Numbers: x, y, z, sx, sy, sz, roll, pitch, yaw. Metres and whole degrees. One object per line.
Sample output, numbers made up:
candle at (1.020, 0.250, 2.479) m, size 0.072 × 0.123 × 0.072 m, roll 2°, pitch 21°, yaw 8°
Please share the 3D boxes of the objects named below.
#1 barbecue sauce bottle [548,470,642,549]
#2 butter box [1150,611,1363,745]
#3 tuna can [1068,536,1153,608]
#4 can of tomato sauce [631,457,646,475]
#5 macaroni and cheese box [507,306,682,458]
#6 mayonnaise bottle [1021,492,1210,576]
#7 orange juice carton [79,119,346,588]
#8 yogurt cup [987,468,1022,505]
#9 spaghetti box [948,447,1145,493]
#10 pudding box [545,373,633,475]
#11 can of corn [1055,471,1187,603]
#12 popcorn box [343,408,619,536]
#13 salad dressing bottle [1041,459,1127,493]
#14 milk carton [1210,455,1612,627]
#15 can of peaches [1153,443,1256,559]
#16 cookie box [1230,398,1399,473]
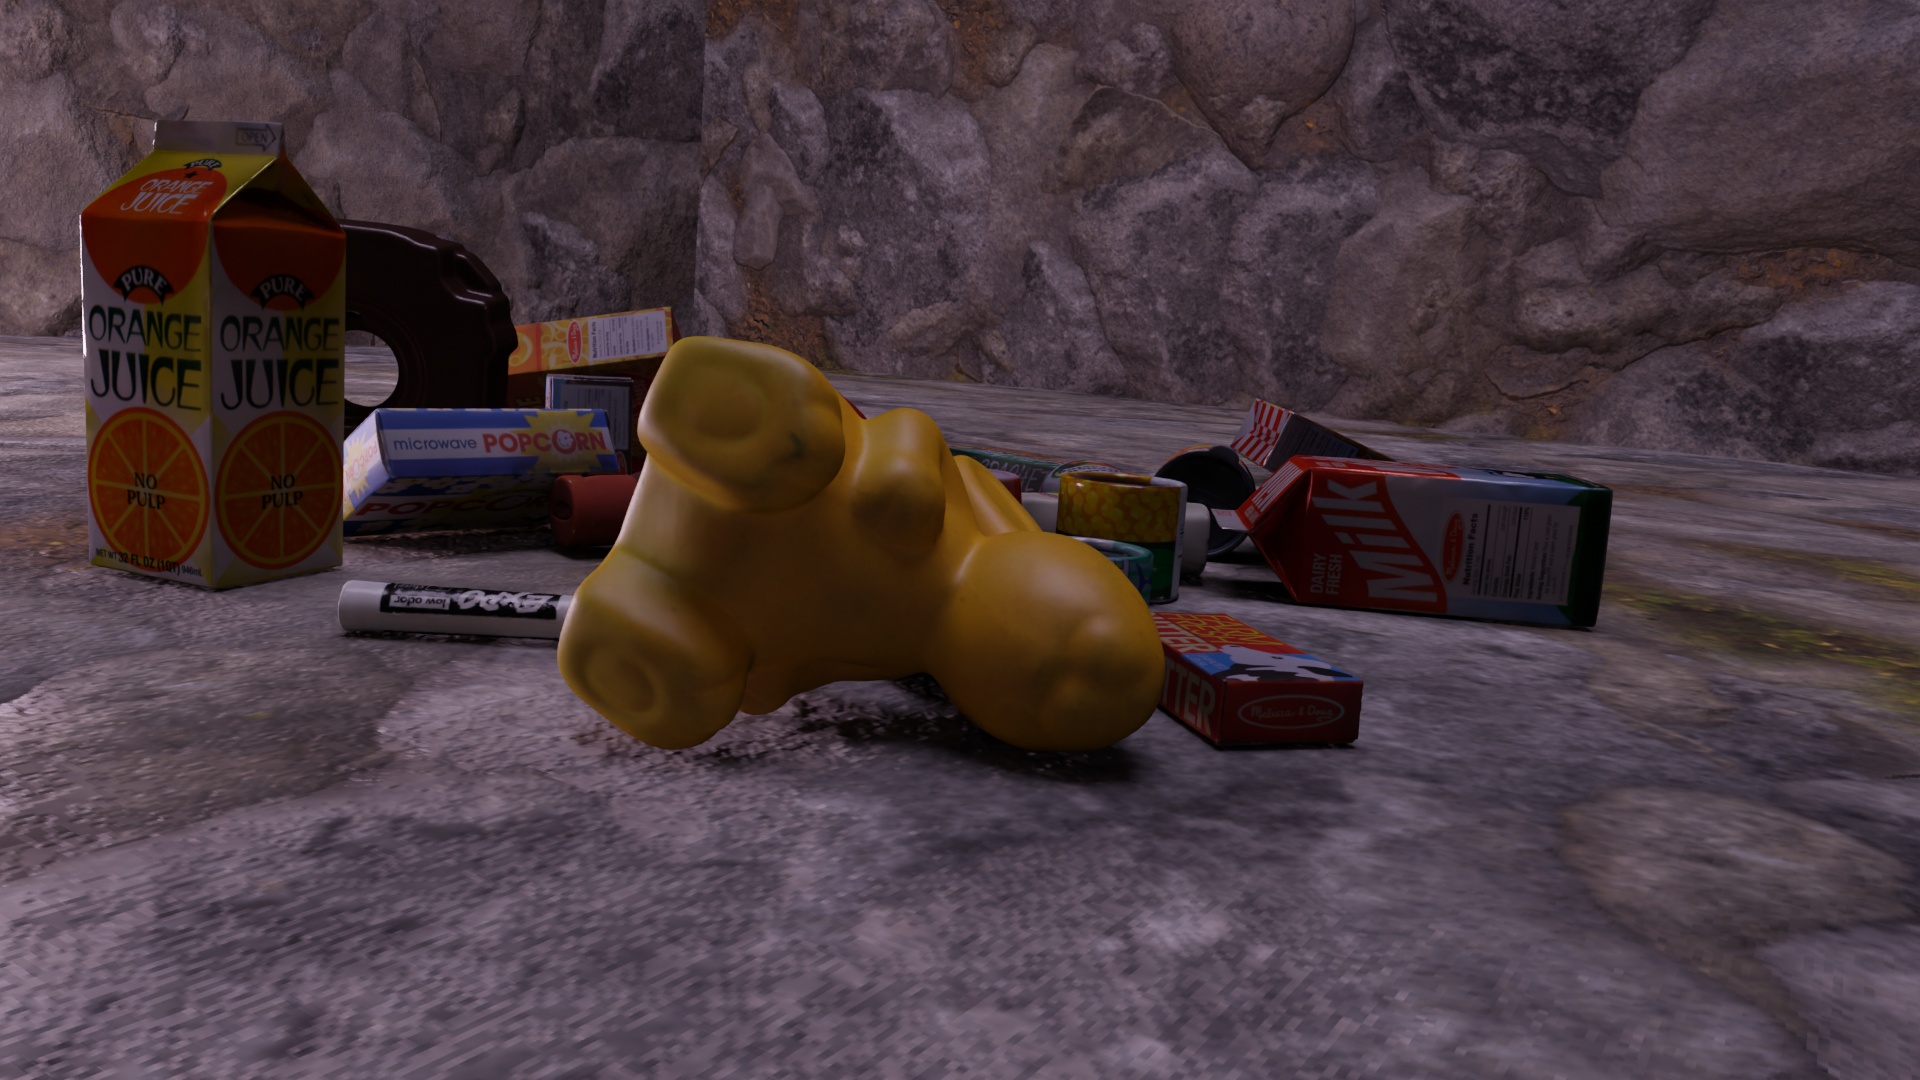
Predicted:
barbecue sauce bottle at (-0.143, -0.017, 0.747) m, size 0.149 × 0.043 × 0.065 m, roll -3°, pitch 7°, yaw -38°
butter box at (0.095, 0.048, 0.503) m, size 0.053 × 0.024 × 0.103 m, roll 2°, pitch 9°, yaw -17°
tuna can at (0.056, 0.019, 0.640) m, size 0.071 × 0.032 × 0.071 m, roll 4°, pitch 8°, yaw 0°
can of tomato sauce at (-0.244, -0.078, 1.003) m, size 0.083 × 0.071 × 0.071 m, roll 4°, pitch 9°, yaw 3°
macaroni and cheese box at (-0.259, -0.094, 0.905) m, size 0.167 × 0.040 × 0.123 m, roll -7°, pitch -25°, yaw -4°
mayonnaise bottle at (0.063, -0.007, 0.777) m, size 0.148 × 0.041 × 0.065 m, roll 6°, pitch 3°, yaw 6°
orange juice carton at (-0.318, -0.082, 0.595) m, size 0.072 × 0.192 × 0.073 m, roll 8°, pitch 10°, yaw 20°
yogurt cup at (0.003, -0.009, 0.728) m, size 0.072 × 0.054 × 0.072 m, roll 3°, pitch 9°, yaw 0°
spaghetti box at (0.080, -0.044, 1.065) m, size 0.050 × 0.028 × 0.250 m, roll -3°, pitch 11°, yaw -40°
pudding box at (-0.226, -0.058, 0.841) m, size 0.050 × 0.083 × 0.030 m, roll 0°, pitch 7°, yaw -23°
can of corn at (0.079, -0.003, 0.708) m, size 0.071 × 0.058 × 0.071 m, roll 4°, pitch 8°, yaw -1°
popcorn box at (-0.255, -0.036, 0.720) m, size 0.127 × 0.038 × 0.085 m, roll -5°, pitch -17°, yaw -46°
salad dressing bottle at (0.088, -0.023, 0.885) m, size 0.064 × 0.044 × 0.148 m, roll 1°, pitch 9°, yaw -3°
milk carton at (0.231, -0.004, 0.735) m, size 0.191 × 0.073 × 0.072 m, roll 5°, pitch 9°, yaw 5°
can of peaches at (0.150, -0.027, 0.855) m, size 0.071 × 0.071 × 0.058 m, roll 6°, pitch 7°, yaw 11°
cookie box at (0.257, -0.031, 0.850) m, size 0.167 × 0.040 × 0.123 m, roll 26°, pitch 9°, yaw -2°
